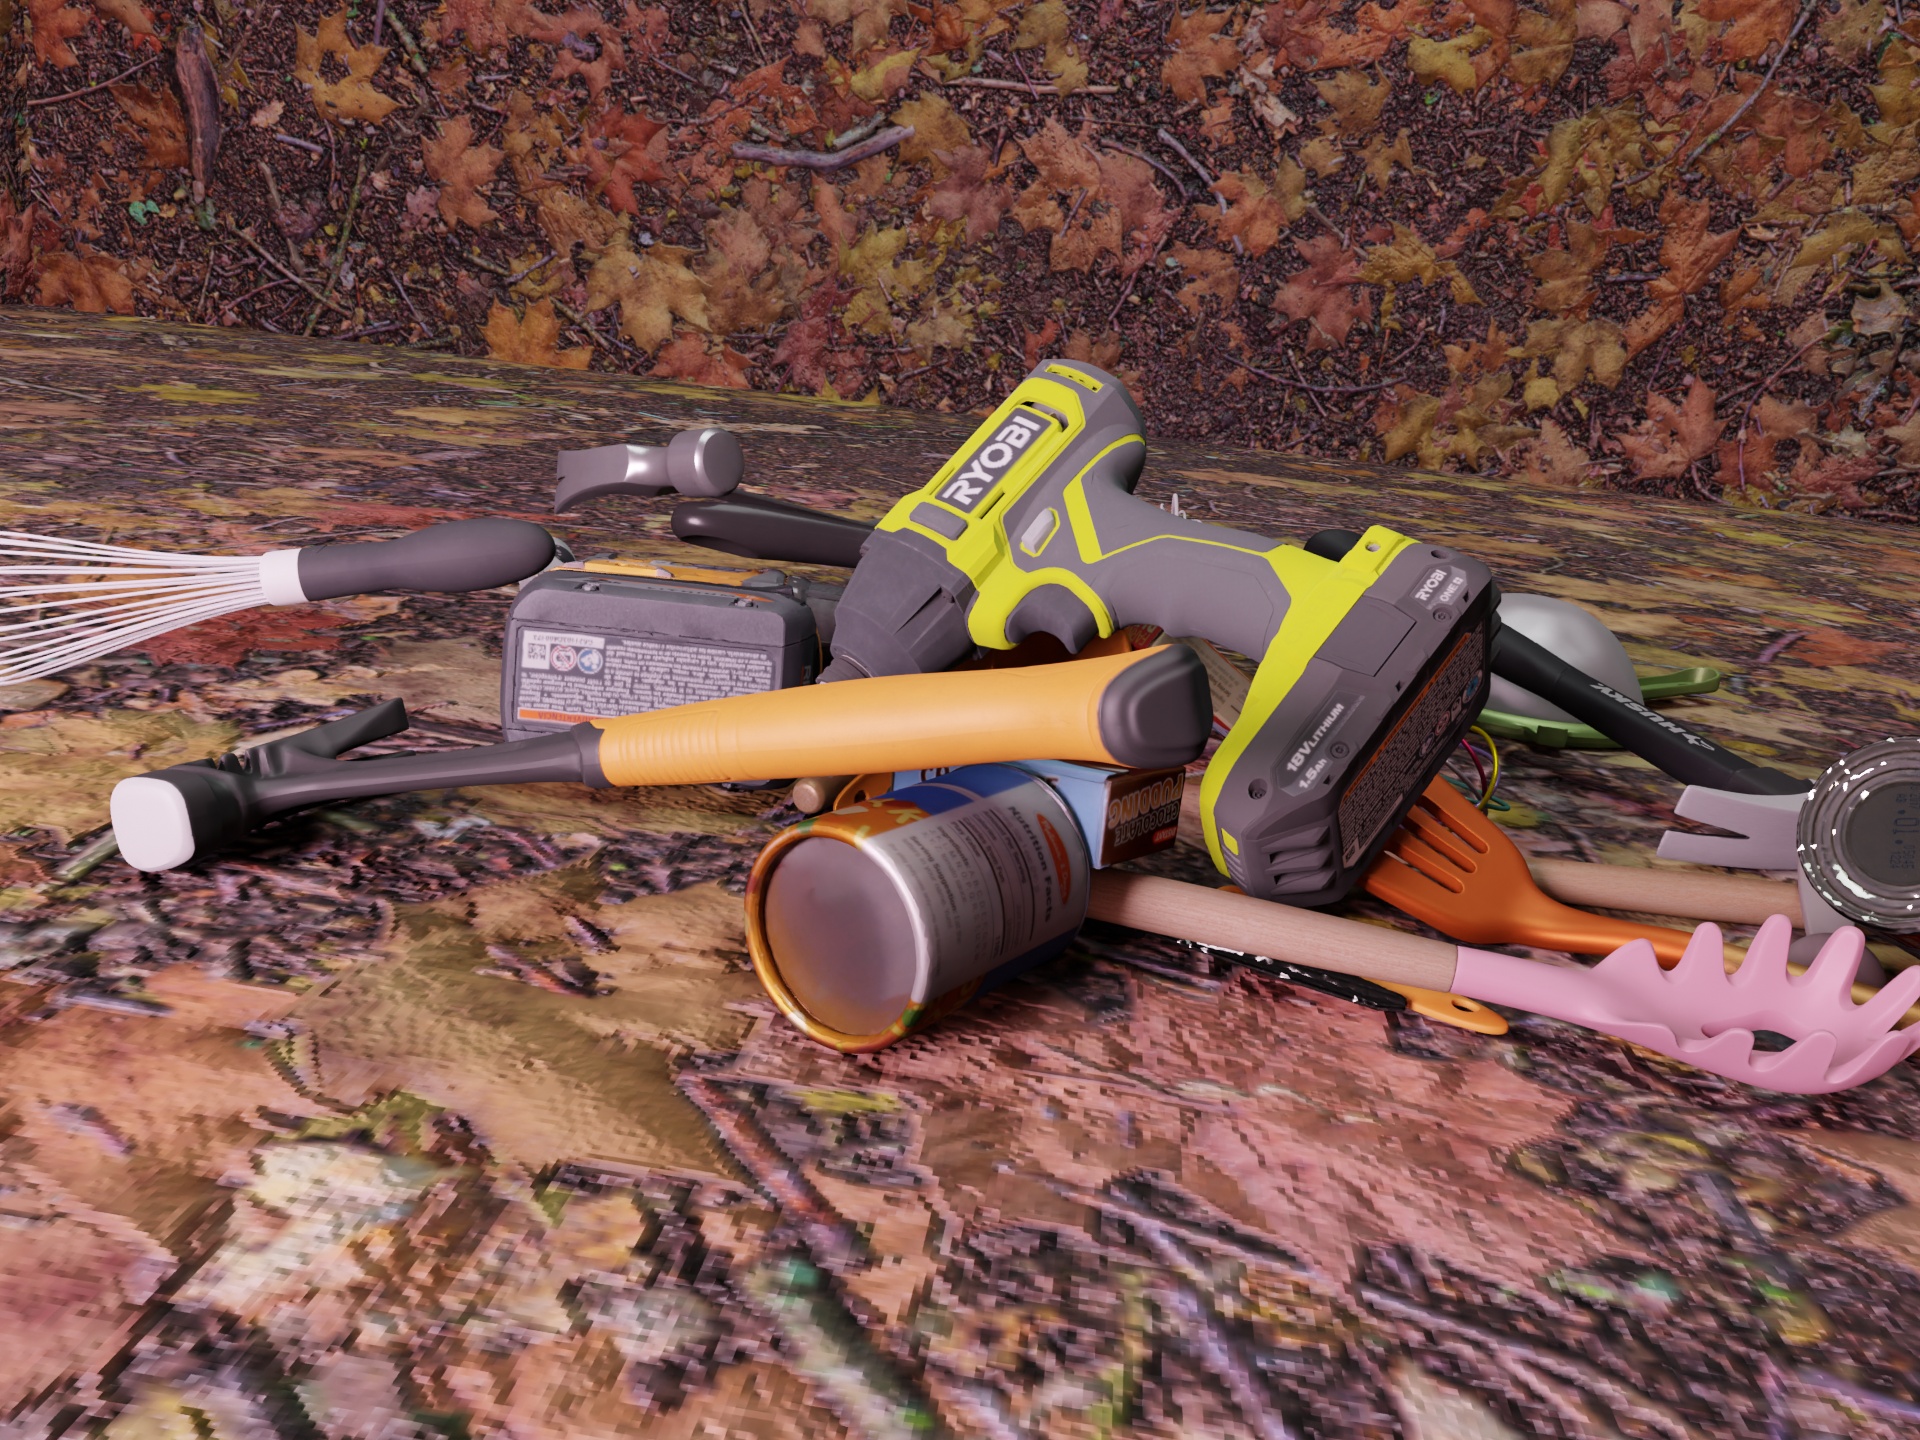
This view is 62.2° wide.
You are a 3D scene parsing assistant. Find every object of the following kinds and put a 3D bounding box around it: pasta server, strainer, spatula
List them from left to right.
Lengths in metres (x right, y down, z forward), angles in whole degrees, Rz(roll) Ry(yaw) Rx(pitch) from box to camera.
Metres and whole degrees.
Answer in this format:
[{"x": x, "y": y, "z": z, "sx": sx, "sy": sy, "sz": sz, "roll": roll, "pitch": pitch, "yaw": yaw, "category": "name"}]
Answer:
[{"x": 0.127, "y": 0.065, "z": 0.494, "sx": 0.316, "sy": 0.040, "sz": 0.060, "roll": 11, "pitch": 29, "yaw": 10, "category": "pasta server"}, {"x": 0.375, "y": -0.040, "z": 0.949, "sx": 0.256, "sy": 0.069, "sz": 0.152, "roll": -5, "pitch": 19, "yaw": -31, "category": "strainer"}, {"x": 0.269, "y": 0.080, "z": 0.523, "sx": 0.323, "sy": 0.041, "sz": 0.081, "roll": 18, "pitch": 41, "yaw": 31, "category": "spatula"}, {"x": 0.345, "y": 0.075, "z": 0.614, "sx": 0.316, "sy": 0.018, "sz": 0.060, "roll": 7, "pitch": 19, "yaw": -2, "category": "spatula"}]

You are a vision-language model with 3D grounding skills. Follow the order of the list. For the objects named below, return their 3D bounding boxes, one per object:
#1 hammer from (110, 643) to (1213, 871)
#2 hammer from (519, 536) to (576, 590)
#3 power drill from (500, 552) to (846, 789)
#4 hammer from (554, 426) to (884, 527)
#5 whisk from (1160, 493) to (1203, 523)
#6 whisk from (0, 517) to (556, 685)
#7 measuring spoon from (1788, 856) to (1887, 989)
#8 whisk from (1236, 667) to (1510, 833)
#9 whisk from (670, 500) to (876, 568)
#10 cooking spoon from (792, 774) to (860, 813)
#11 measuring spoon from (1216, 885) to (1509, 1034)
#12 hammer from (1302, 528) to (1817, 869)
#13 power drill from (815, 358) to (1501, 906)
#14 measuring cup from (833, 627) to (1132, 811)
[{"x": -0.088, "y": 0.008, "z": 0.487, "sx": 0.337, "sy": 0.034, "sz": 0.127, "roll": -5, "pitch": 10, "yaw": 22, "category": "hammer"}, {"x": -0.050, "y": -0.069, "z": 0.950, "sx": 0.408, "sy": 0.036, "sz": 0.149, "roll": 1, "pitch": 17, "yaw": -20, "category": "hammer"}, {"x": -0.097, "y": -0.031, "z": 0.713, "sx": 0.185, "sy": 0.084, "sz": 0.226, "roll": 6, "pitch": 10, "yaw": -3, "category": "power drill"}, {"x": -0.062, "y": -0.117, "z": 0.965, "sx": 0.144, "sy": 0.035, "sz": 0.405, "roll": 2, "pitch": -2, "yaw": 37, "category": "hammer"}, {"x": 0.128, "y": -0.071, "z": 0.937, "sx": 0.058, "sy": 0.059, "sz": 0.246, "roll": 2, "pitch": 29, "yaw": 4, "category": "whisk"}, {"x": -0.310, "y": -0.055, "z": 0.656, "sx": 0.284, "sy": 0.070, "sz": 0.070, "roll": -7, "pitch": 16, "yaw": -3, "category": "whisk"}, {"x": 0.324, "y": 0.066, "z": 0.588, "sx": 0.034, "sy": 0.018, "sz": 0.124, "roll": 19, "pitch": 32, "yaw": 17, "category": "measuring spoon"}, {"x": 0.183, "y": 0.005, "z": 0.762, "sx": 0.051, "sy": 0.047, "sz": 0.245, "roll": 1, "pitch": 13, "yaw": -17, "category": "whisk"}, {"x": 0.000, "y": -0.081, "z": 0.817, "sx": 0.295, "sy": 0.073, "sz": 0.073, "roll": 7, "pitch": 15, "yaw": -15, "category": "whisk"}, {"x": 0.001, "y": -0.003, "z": 0.758, "sx": 0.069, "sy": 0.017, "sz": 0.319, "roll": 28, "pitch": 21, "yaw": 15, "category": "cooking spoon"}, {"x": 0.129, "y": 0.077, "z": 0.529, "sx": 0.021, "sy": 0.011, "sz": 0.117, "roll": -8, "pitch": 21, "yaw": -42, "category": "measuring spoon"}, {"x": 0.293, "y": -0.023, "z": 0.807, "sx": 0.146, "sy": 0.035, "sz": 0.335, "roll": -3, "pitch": 29, "yaw": -33, "category": "hammer"}, {"x": 0.065, "y": -0.033, "z": 0.589, "sx": 0.223, "sy": 0.080, "sz": 0.171, "roll": 30, "pitch": 70, "yaw": 32, "category": "power drill"}, {"x": -0.001, "y": -0.002, "z": 0.675, "sx": 0.173, "sy": 0.095, "sz": 0.052, "roll": -31, "pitch": 23, "yaw": -34, "category": "measuring cup"}]
